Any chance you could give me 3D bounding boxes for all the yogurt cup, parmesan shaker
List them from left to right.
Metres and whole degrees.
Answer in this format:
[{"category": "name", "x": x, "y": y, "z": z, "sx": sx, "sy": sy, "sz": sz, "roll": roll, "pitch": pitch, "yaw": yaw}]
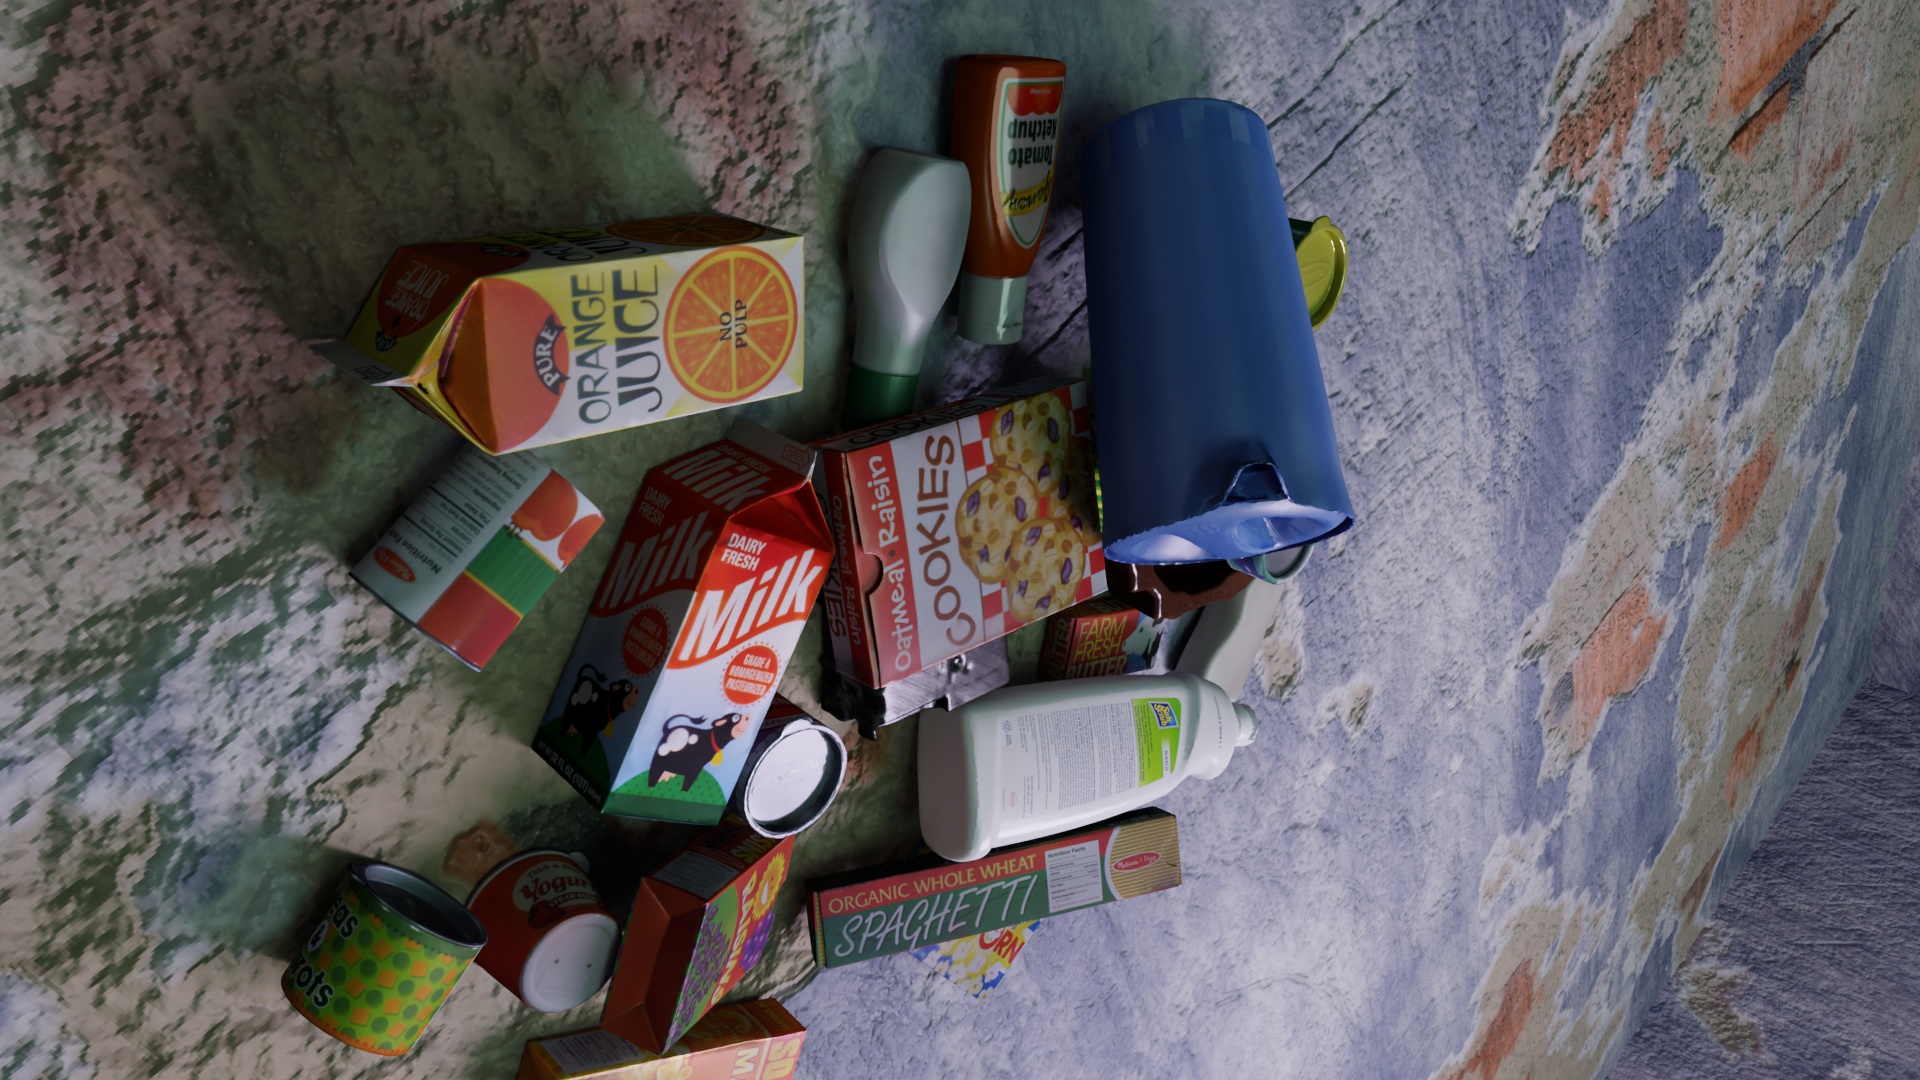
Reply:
[{"category": "yogurt cup", "x": -0.204, "y": 0.195, "z": 0.687, "sx": 0.073, "sy": 0.054, "sz": 0.072, "roll": -22, "pitch": 123, "yaw": -37}, {"category": "parmesan shaker", "x": 0.178, "y": -0.175, "z": 0.860, "sx": 0.071, "sy": 0.103, "sz": 0.071, "roll": -22, "pitch": 124, "yaw": -37}]

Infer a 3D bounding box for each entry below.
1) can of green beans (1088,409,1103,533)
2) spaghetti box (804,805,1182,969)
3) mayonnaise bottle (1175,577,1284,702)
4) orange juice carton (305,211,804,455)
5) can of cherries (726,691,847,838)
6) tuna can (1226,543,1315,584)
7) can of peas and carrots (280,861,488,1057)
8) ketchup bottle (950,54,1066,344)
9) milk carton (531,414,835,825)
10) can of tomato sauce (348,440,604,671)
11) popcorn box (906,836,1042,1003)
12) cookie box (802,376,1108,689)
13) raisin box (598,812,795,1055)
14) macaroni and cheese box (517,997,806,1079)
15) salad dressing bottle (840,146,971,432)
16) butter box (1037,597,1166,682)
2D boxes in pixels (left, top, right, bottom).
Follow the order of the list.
[{"category": "can of green beans", "x": 0.073, "y": -0.044, "z": 0.844, "sx": 0.058, "sy": 0.071, "sz": 0.071, "roll": 27, "pitch": 89, "yaw": -48}, {"category": "spaghetti box", "x": 0.024, "y": 0.216, "z": 0.875, "sx": 0.251, "sy": 0.028, "sz": 0.050, "roll": -7, "pitch": 95, "yaw": -22}, {"category": "mayonnaise bottle", "x": 0.213, "y": 0.047, "z": 1.050, "sx": 0.065, "sy": 0.041, "sz": 0.148, "roll": 20, "pitch": 93, "yaw": -50}, {"category": "orange juice carton", "x": -0.162, "y": -0.088, "z": 0.579, "sx": 0.193, "sy": 0.072, "sz": 0.072, "roll": -18, "pitch": 120, "yaw": -40}, {"category": "can of cherries", "x": -0.104, "y": 0.115, "z": 0.747, "sx": 0.072, "sy": 0.058, "sz": 0.071, "roll": -21, "pitch": 123, "yaw": -36}, {"category": "tuna can", "x": 0.211, "y": -0.007, "z": 0.942, "sx": 0.071, "sy": 0.033, "sz": 0.070, "roll": -20, "pitch": 121, "yaw": -37}, {"category": "can of peas and carrots", "x": -0.258, "y": 0.185, "z": 0.619, "sx": 0.059, "sy": 0.071, "sz": 0.071, "roll": -56, "pitch": 138, "yaw": -8}, {"category": "ketchup bottle", "x": 0.021, "y": -0.181, "z": 0.743, "sx": 0.065, "sy": 0.043, "sz": 0.148, "roll": -19, "pitch": 122, "yaw": -45}, {"category": "milk carton", "x": -0.127, "y": 0.035, "z": 0.674, "sx": 0.073, "sy": 0.072, "sz": 0.190, "roll": 21, "pitch": 93, "yaw": -48}, {"category": "can of tomato sauce", "x": -0.202, "y": 0.003, "z": 0.588, "sx": 0.083, "sy": 0.071, "sz": 0.071, "roll": -53, "pitch": 137, "yaw": -14}, {"category": "popcorn box", "x": 0.001, "y": 0.248, "z": 0.932, "sx": 0.085, "sy": 0.038, "sz": 0.126, "roll": -53, "pitch": 137, "yaw": -13}, {"category": "cookie box", "x": 0.003, "y": -0.009, "z": 0.730, "sx": 0.168, "sy": 0.040, "sz": 0.122, "roll": -20, "pitch": 110, "yaw": -37}, {"category": "raisin box", "x": -0.134, "y": 0.200, "z": 0.731, "sx": 0.123, "sy": 0.040, "sz": 0.086, "roll": -20, "pitch": 128, "yaw": -75}, {"category": "macaroni and cheese box", "x": -0.178, "y": 0.334, "z": 0.790, "sx": 0.166, "sy": 0.040, "sz": 0.123, "roll": 8, "pitch": 103, "yaw": -47}, {"category": "salad dressing bottle", "x": -0.033, "y": -0.125, "z": 0.716, "sx": 0.064, "sy": 0.044, "sz": 0.147, "roll": -6, "pitch": 115, "yaw": -44}, {"category": "butter box", "x": 0.100, "y": 0.067, "z": 0.956, "sx": 0.104, "sy": 0.024, "sz": 0.053, "roll": -6, "pitch": 114, "yaw": -44}]
